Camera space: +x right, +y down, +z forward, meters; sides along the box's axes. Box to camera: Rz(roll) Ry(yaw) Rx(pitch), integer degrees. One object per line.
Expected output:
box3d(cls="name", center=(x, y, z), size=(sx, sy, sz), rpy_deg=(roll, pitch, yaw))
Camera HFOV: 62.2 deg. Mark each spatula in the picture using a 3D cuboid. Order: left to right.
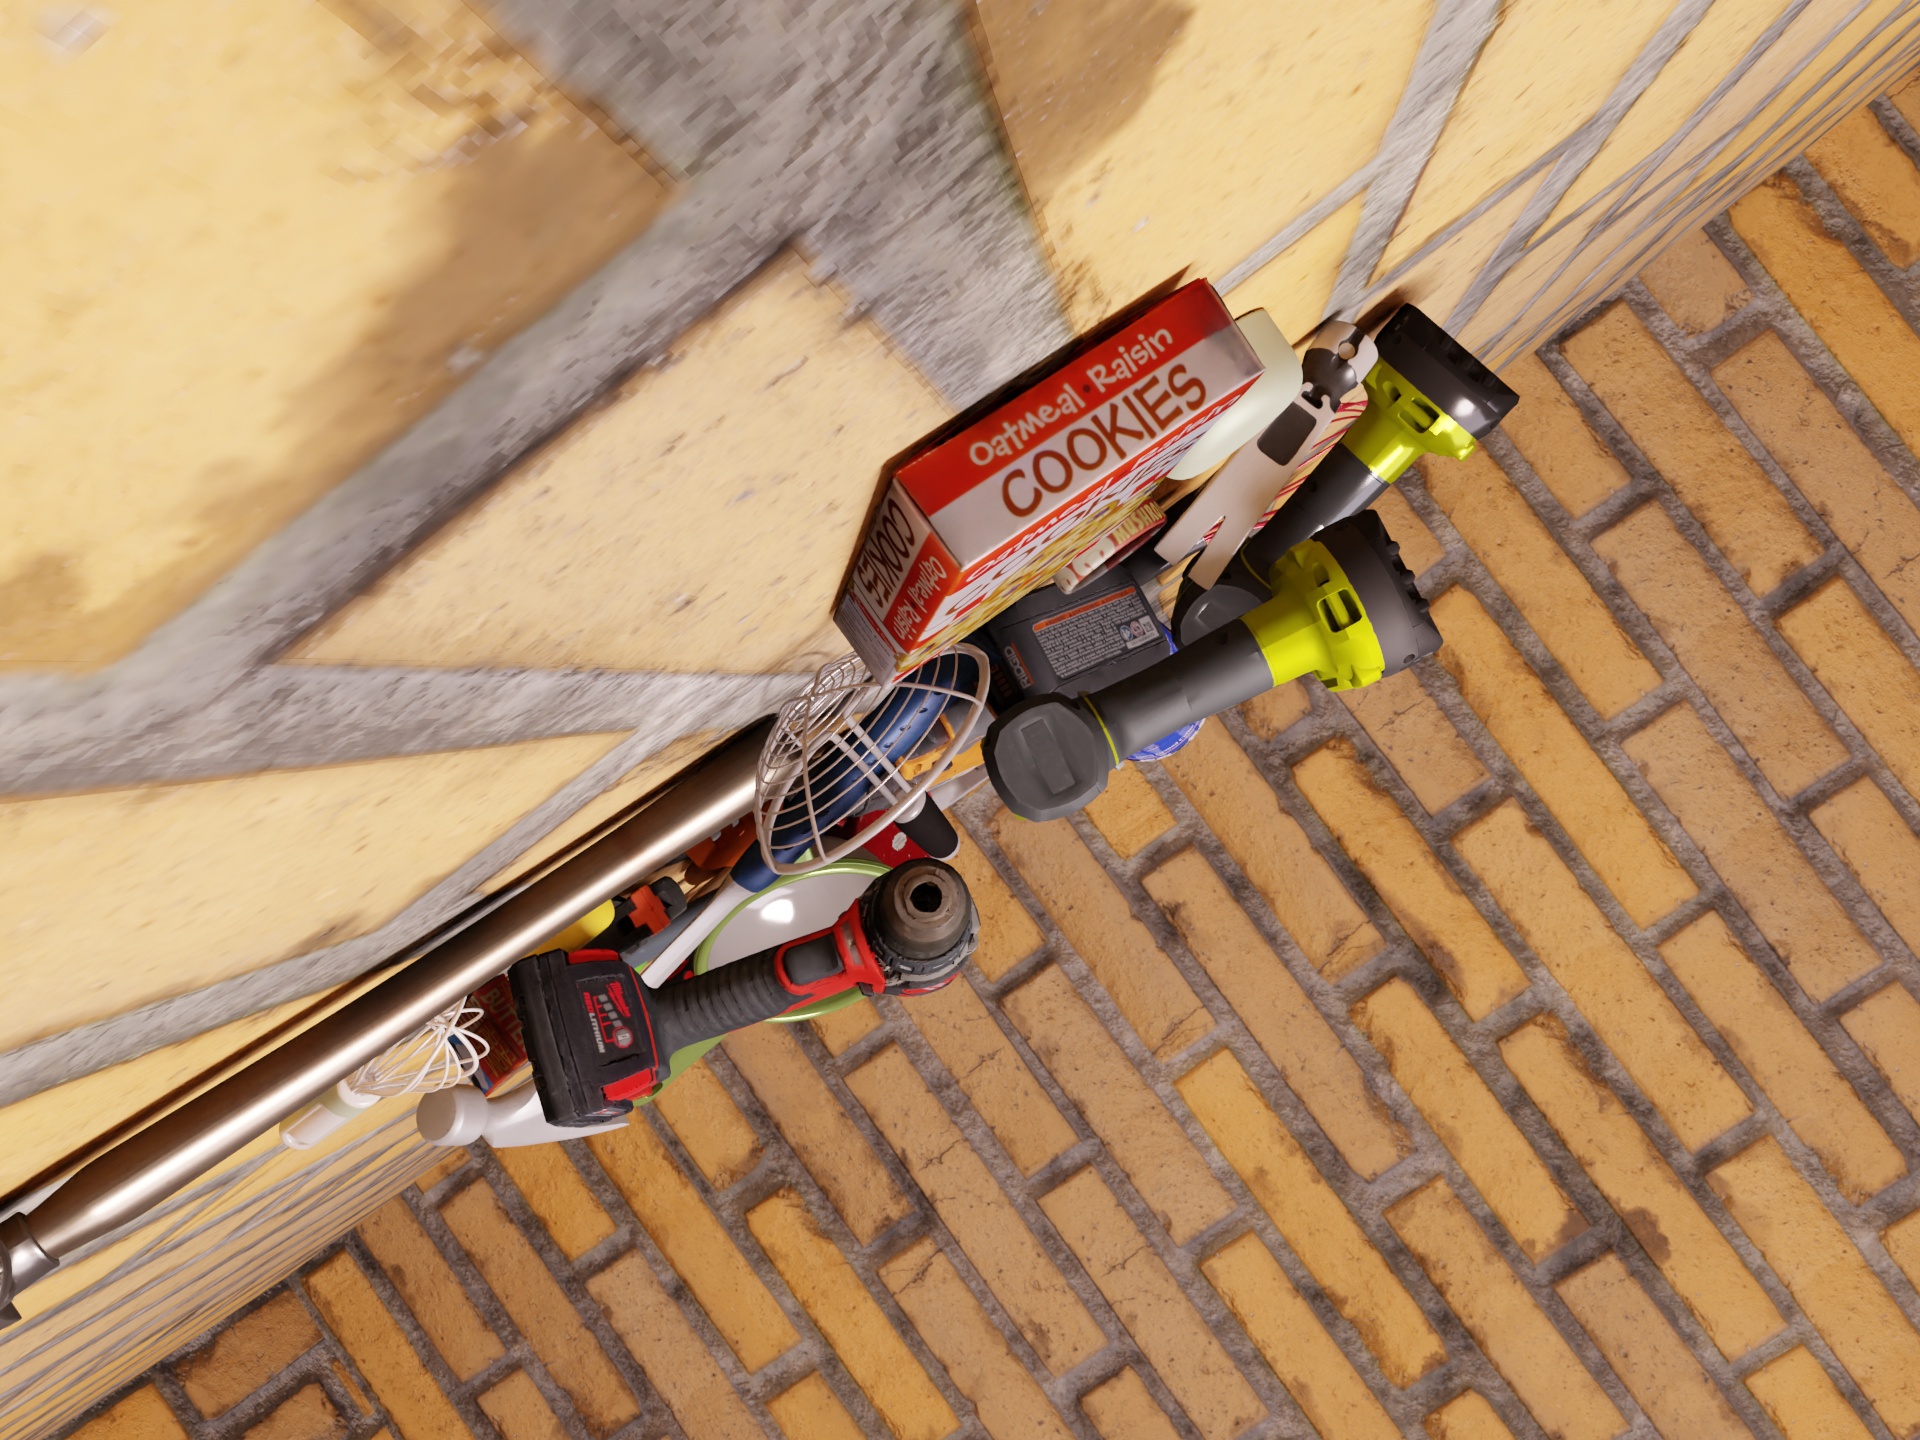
box3d(cls="spatula", center=(-0.156, 0.077, 0.998), size=(0.081, 0.041, 0.322), rpy_deg=(-36, -179, -19))

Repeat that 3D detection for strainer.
box3d(cls="strainer", center=(-0.139, 0.156, 1.038), size=(0.256, 0.069, 0.151), rpy_deg=(-42, 135, 19))

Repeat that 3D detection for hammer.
box3d(cls="hammer", center=(-0.232, 0.117, 0.682), size=(0.410, 0.038, 0.146), rpy_deg=(-35, 177, -30))
box3d(cls="hammer", center=(-0.126, 0.099, 0.898), size=(0.405, 0.035, 0.144), rpy_deg=(-46, 151, 9))
box3d(cls="hammer", center=(-0.132, 0.112, 1.223), size=(0.386, 0.038, 0.143), rpy_deg=(-26, 172, -38))
box3d(cls="hammer", center=(0.138, -0.120, 0.941), size=(0.146, 0.035, 0.335), rpy_deg=(-53, -178, -8))

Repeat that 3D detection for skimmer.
box3d(cls="skimmer", center=(-0.019, 0.047, 0.793), size=(0.127, 0.090, 0.363), rpy_deg=(-46, 163, -5))

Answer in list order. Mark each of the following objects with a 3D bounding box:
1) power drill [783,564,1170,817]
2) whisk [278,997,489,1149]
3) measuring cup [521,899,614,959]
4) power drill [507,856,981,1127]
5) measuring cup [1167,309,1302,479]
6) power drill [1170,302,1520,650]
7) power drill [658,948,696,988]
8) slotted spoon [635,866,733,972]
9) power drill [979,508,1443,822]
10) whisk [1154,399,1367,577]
box3d(cls="power drill", center=(-0.002, -0.003, 0.988), size=(0.185, 0.084, 0.226), rpy_deg=(-23, 173, -42))
box3d(cls="whisk", center=(-0.303, 0.184, 0.809), size=(0.246, 0.057, 0.059), rpy_deg=(-34, -151, 45))
box3d(cls="measuring cup", center=(-0.192, 0.100, 0.873), size=(0.062, 0.029, 0.156), rpy_deg=(-38, 177, 19))
box3d(cls="power drill", center=(-0.097, 0.125, 0.778), size=(0.226, 0.080, 0.187), rpy_deg=(-17, 167, -9))
box3d(cls="measuring cup", center=(0.091, -0.115, 0.701), size=(0.083, 0.038, 0.167), rpy_deg=(-34, 174, -31))
box3d(cls="power drill", center=(0.216, -0.134, 0.952), size=(0.228, 0.080, 0.190), rpy_deg=(-49, -177, 20))
box3d(cls="power drill", center=(-0.215, 0.222, 1.285), size=(0.143, 0.078, 0.220), rpy_deg=(-42, -178, 14))
box3d(cls="slotted spoon", center=(-0.203, 0.140, 1.318), size=(0.313, 0.031, 0.070), rpy_deg=(-40, 176, 23))
box3d(cls="power drill", center=(0.116, -0.018, 0.813), size=(0.223, 0.080, 0.171), rpy_deg=(-26, 178, 1))
box3d(cls="whisk", center=(0.191, -0.145, 1.160), size=(0.296, 0.073, 0.073), rpy_deg=(-30, 177, 3))
